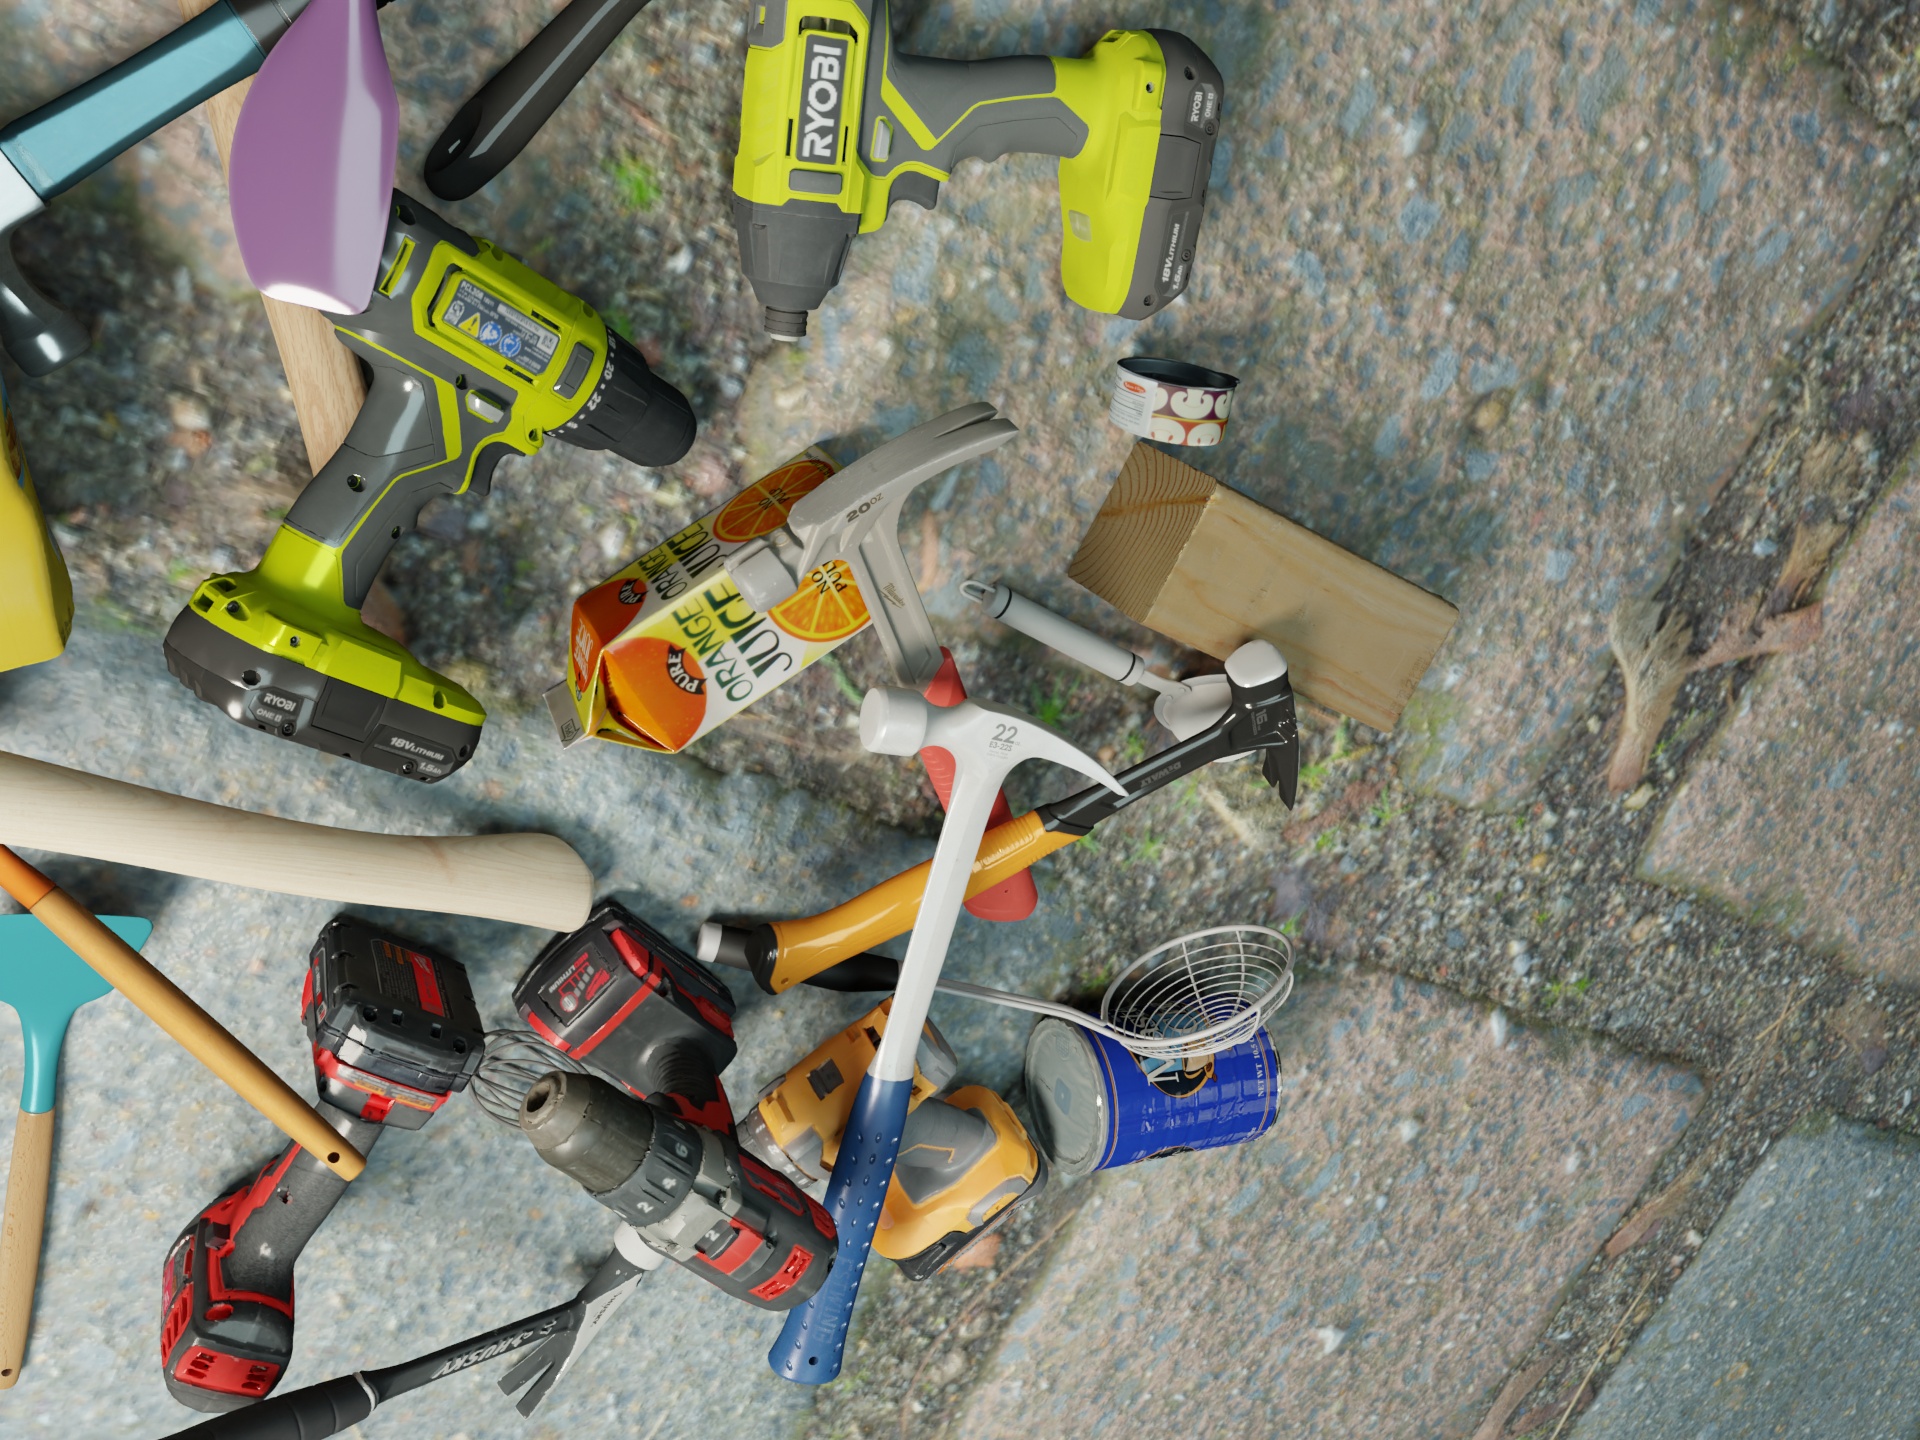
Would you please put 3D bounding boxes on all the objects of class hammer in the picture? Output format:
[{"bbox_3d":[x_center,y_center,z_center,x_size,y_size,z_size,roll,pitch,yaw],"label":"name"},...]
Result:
[{"bbox_3d":[-0.344,0.061,0.715,0.038,0.146,0.410,-25,151,36],"label":"hammer"},{"bbox_3d":[-0.264,-0.275,0.620,0.331,0.033,0.128,-34,126,-6],"label":"hammer"},{"bbox_3d":[-0.292,-0.248,0.660,0.130,0.031,0.331,-17,121,-17],"label":"hammer"},{"bbox_3d":[-0.029,0.180,0.852,0.144,0.035,0.405,9,107,-23],"label":"hammer"},{"bbox_3d":[-0.001,-0.003,0.860,0.149,0.037,0.358,-32,140,-9],"label":"hammer"},{"bbox_3d":[-0.301,0.347,0.826,0.149,0.036,0.408,-53,158,8],"label":"hammer"},{"bbox_3d":[0.038,0.071,0.897,0.337,0.034,0.127,-26,139,-5],"label":"hammer"}]

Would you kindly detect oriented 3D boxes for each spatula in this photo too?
[{"bbox_3d":[-0.470,0.222,0.802,0.082,0.044,0.317,5,113,-31],"label":"spatula"},{"bbox_3d":[-0.387,0.093,0.711,0.081,0.041,0.322,-43,104,-4],"label":"spatula"},{"bbox_3d":[-0.223,-0.312,0.588,0.059,0.018,0.316,12,103,-13],"label":"spatula"}]

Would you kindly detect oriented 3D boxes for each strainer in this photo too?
[{"bbox_3d":[0.106,-0.025,0.949,0.258,0.050,0.087,25,146,-24],"label":"strainer"}]

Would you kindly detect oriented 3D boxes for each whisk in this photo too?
[{"bbox_3d":[-0.127,-0.334,0.683,0.296,0.073,0.073,-45,125,6],"label":"whisk"},{"bbox_3d":[-0.201,0.241,0.944,0.055,0.055,0.238,-48,129,3],"label":"whisk"}]

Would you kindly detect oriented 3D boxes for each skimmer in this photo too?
[{"bbox_3d":[0.027,0.139,0.967,0.363,0.127,0.090,13,99,-16],"label":"skimmer"}]

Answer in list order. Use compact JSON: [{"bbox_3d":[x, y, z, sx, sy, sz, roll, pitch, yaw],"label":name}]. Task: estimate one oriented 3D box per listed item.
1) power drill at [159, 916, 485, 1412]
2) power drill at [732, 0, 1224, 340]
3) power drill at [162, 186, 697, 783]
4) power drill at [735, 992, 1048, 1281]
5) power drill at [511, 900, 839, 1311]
[{"bbox_3d":[-0.336,0.222,0.816,0.078,0.143,0.219,29,93,-29],"label":"power drill"},{"bbox_3d":[0.003,-0.265,0.769,0.223,0.080,0.171,-1,114,-21],"label":"power drill"},{"bbox_3d":[-0.230,-0.094,0.715,0.190,0.080,0.228,27,89,-49],"label":"power drill"},{"bbox_3d":[-0.058,0.272,0.971,0.185,0.084,0.226,-38,141,-1],"label":"power drill"},{"bbox_3d":[-0.165,0.188,0.820,0.080,0.227,0.187,-44,125,0],"label":"power drill"}]
